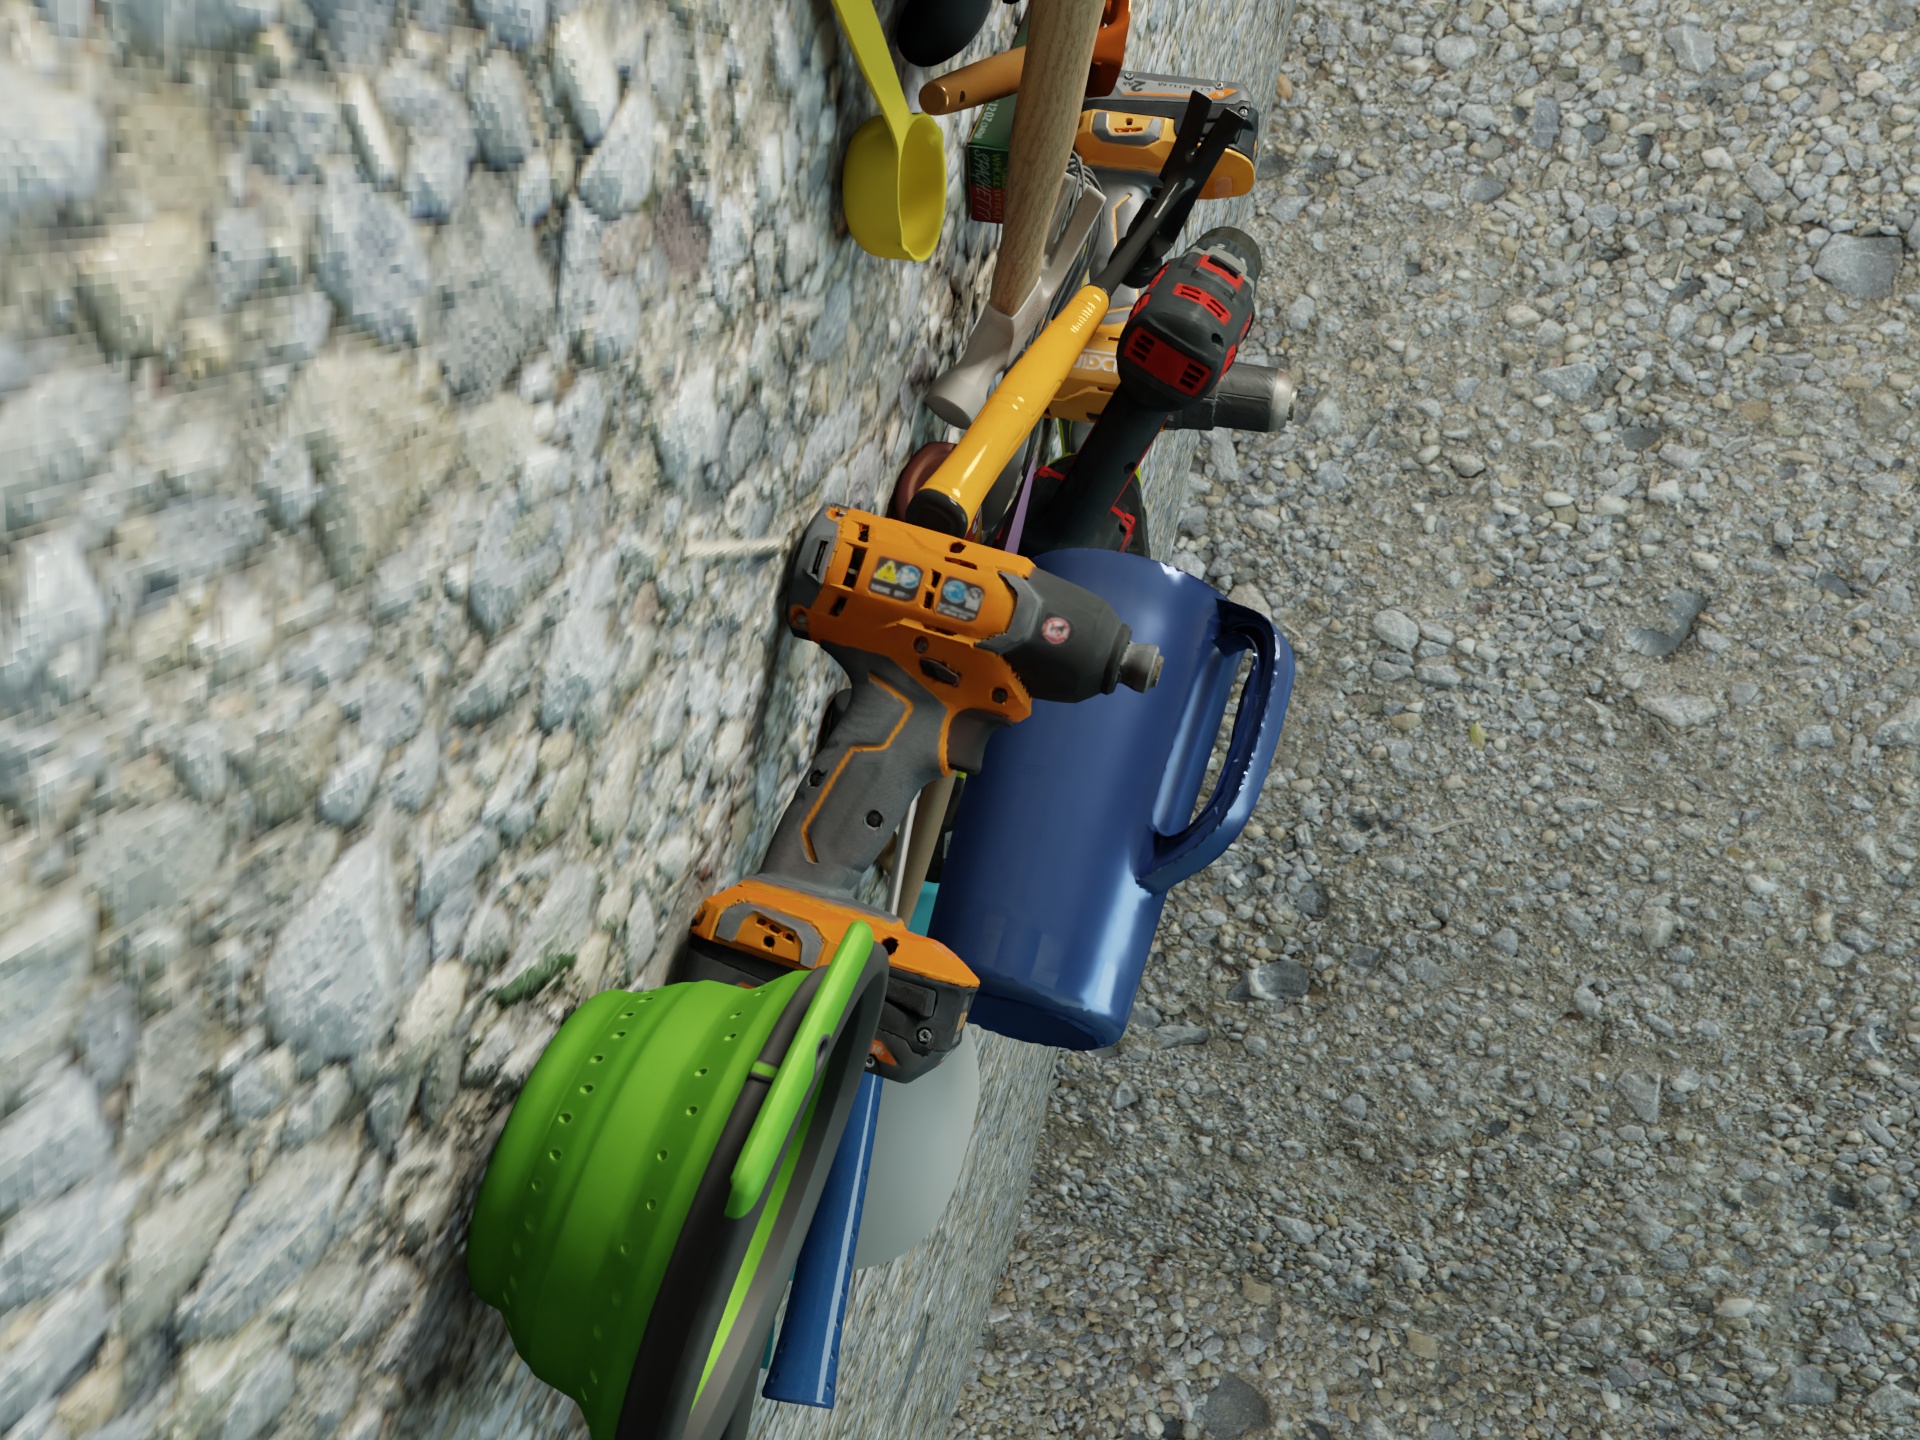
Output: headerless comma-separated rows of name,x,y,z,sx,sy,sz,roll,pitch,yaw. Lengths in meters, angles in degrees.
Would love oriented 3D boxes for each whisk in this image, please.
whisk,0.035,-0.366,0.720,0.070,0.070,0.285,92,20,-50
whisk,0.040,-0.228,0.978,0.055,0.055,0.238,-55,162,-63

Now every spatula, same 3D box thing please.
spatula,0.038,-0.311,0.742,0.323,0.041,0.081,-52,155,-55
spatula,-0.029,0.111,1.056,0.082,0.044,0.317,-36,159,-5
spatula,-0.001,-0.003,0.920,0.060,0.018,0.315,-71,177,-63

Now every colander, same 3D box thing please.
colander,-0.117,0.215,0.601,0.205,0.094,0.396,-65,172,-46

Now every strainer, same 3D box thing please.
strainer,-0.047,0.267,0.927,0.340,0.095,0.211,-70,172,-73

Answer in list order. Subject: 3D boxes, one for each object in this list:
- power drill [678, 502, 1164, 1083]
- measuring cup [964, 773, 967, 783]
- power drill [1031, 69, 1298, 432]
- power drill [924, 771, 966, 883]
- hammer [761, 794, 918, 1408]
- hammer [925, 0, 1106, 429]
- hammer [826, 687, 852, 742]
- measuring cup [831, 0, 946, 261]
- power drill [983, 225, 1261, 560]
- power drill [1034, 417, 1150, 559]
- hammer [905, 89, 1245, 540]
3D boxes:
power drill,-0.016,0.033,0.682,0.084,0.164,0.226,47,60,-80
measuring cup,0.015,-0.036,1.125,0.083,0.038,0.168,66,41,-74
power drill,0.141,-0.296,1.039,0.084,0.185,0.226,37,64,-78
power drill,0.039,0.018,1.223,0.190,0.080,0.229,94,11,-49
hammer,-0.040,0.122,0.790,0.144,0.035,0.406,122,-20,-67
hammer,0.035,-0.244,0.706,0.130,0.031,0.331,-58,177,-11
hammer,-0.099,0.180,0.796,0.149,0.036,0.409,56,49,-78
measuring cup,-0.040,-0.236,0.596,0.156,0.029,0.062,61,40,-59
power drill,0.102,-0.178,0.932,0.226,0.080,0.188,-59,180,38
power drill,0.102,-0.151,1.182,0.223,0.080,0.171,-75,158,-62
hammer,0.060,-0.208,0.844,0.337,0.034,0.127,-58,179,-37
